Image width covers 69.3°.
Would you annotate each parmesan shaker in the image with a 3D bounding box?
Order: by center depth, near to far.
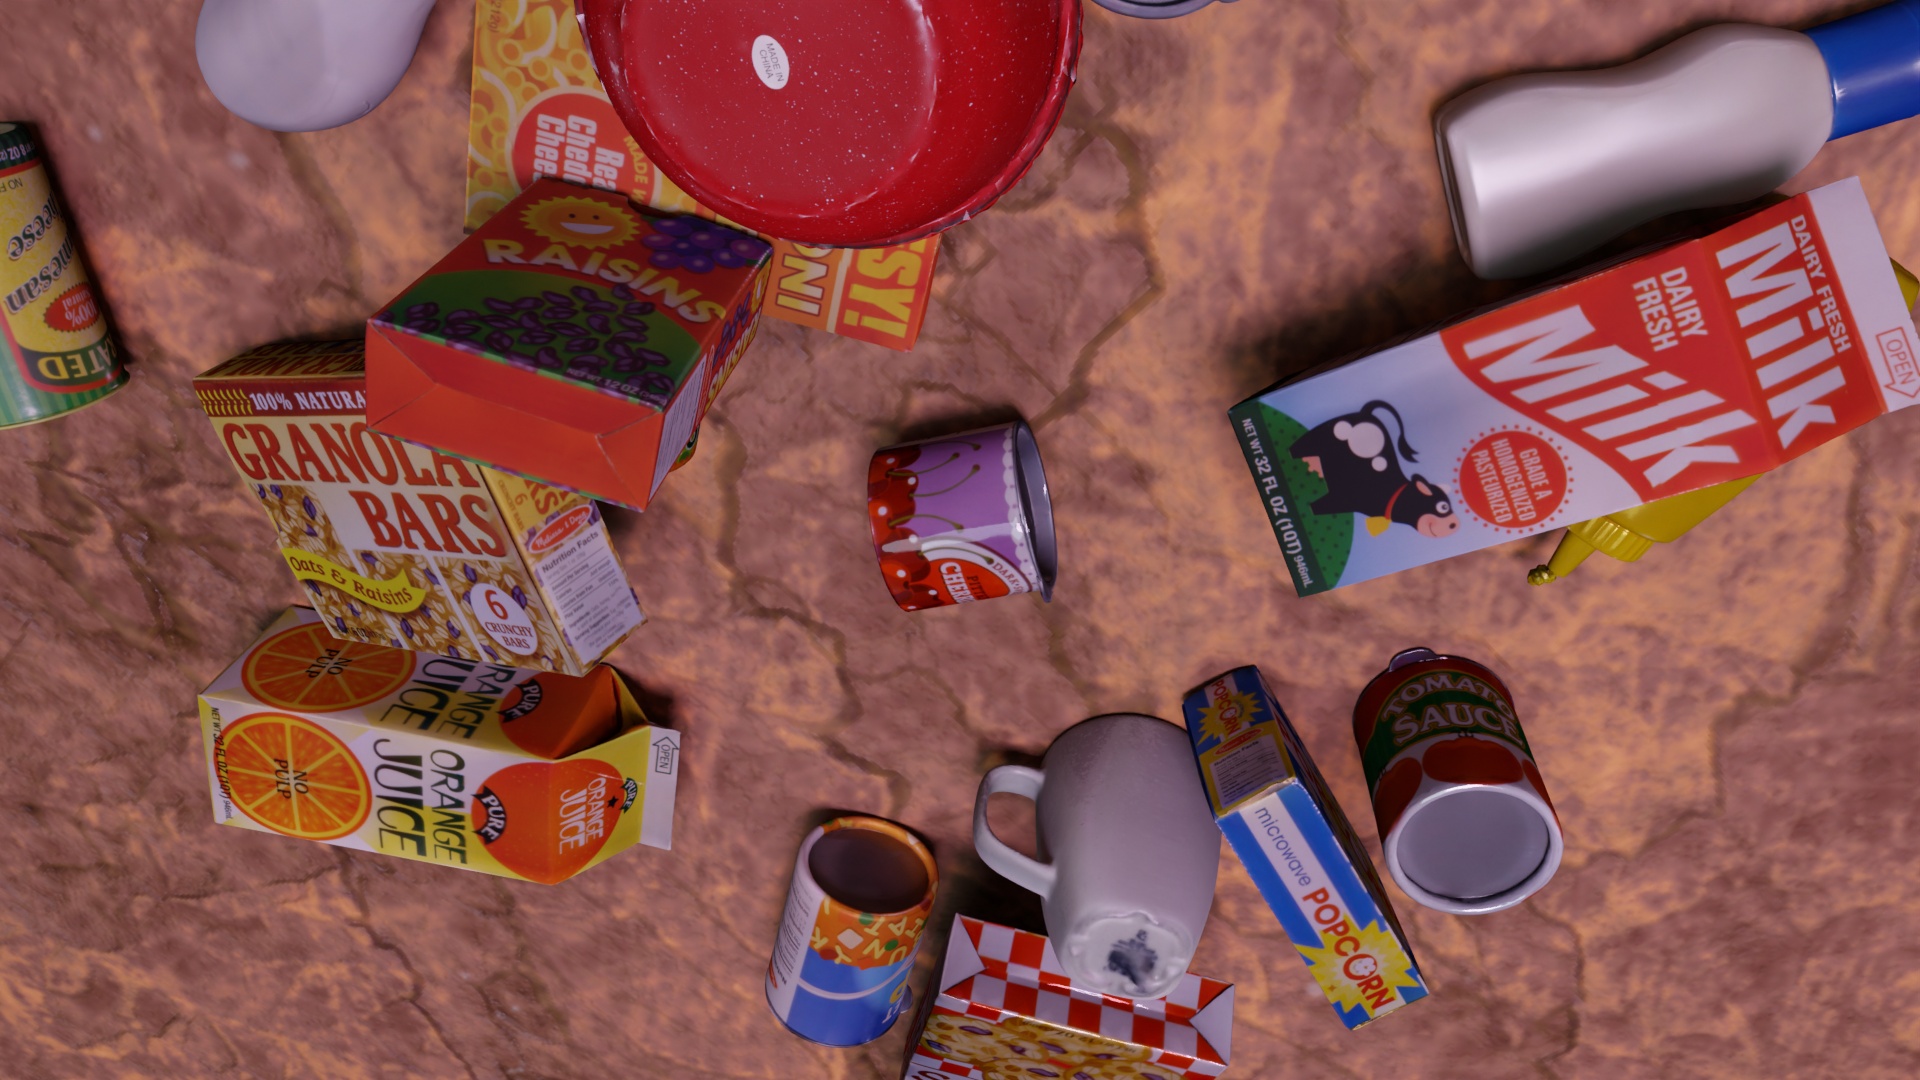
[{"bbox_3d":[-0.372,-0.100,0.527,0.071,0.071,0.102,-2,118,8],"label":"parmesan shaker"}]

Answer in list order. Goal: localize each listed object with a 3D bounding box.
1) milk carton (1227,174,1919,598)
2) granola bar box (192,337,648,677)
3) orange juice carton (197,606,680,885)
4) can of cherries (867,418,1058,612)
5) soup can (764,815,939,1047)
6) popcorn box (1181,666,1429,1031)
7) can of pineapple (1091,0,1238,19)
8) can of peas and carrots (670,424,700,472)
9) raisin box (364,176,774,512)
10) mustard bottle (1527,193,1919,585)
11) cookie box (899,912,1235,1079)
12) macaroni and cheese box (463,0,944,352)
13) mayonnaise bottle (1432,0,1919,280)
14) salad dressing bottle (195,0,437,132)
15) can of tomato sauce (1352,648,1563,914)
[{"bbox_3d":[0.194,-0.047,0.449,0.190,0.074,0.072,-20,94,32],"label":"milk carton"},{"bbox_3d":[-0.210,-0.015,0.533,0.165,0.039,0.123,3,122,36],"label":"granola bar box"},{"bbox_3d":[-0.219,0.093,0.611,0.193,0.073,0.071,10,119,1],"label":"orange juice carton"},{"bbox_3d":[0.002,-0.007,0.531,0.058,0.072,0.071,-10,117,13],"label":"can of cherries"},{"bbox_3d":[-0.048,0.180,0.641,0.071,0.072,0.083,16,119,-1],"label":"soup can"},{"bbox_3d":[0.141,0.125,0.575,0.038,0.085,0.126,-29,111,12],"label":"popcorn box"},{"bbox_3d":[0.061,-0.197,0.428,0.071,0.058,0.070,3,119,6],"label":"can of pineapple"},{"bbox_3d":[-0.125,-0.063,0.518,0.071,0.071,0.058,16,120,-1],"label":"can of peas and carrots"},{"bbox_3d":[-0.117,-0.067,0.437,0.086,0.124,0.039,16,124,-1],"label":"raisin box"},{"bbox_3d":[0.257,-0.040,0.493,0.065,0.049,0.159,28,118,-3],"label":"mustard bottle"},{"bbox_3d":[0.041,0.233,0.639,0.123,0.040,0.166,14,142,0],"label":"cookie box"},{"bbox_3d":[-0.082,-0.148,0.483,0.166,0.040,0.123,15,120,-1],"label":"macaroni and cheese box"},{"bbox_3d":[0.235,-0.134,0.451,0.148,0.041,0.064,-15,115,14],"label":"mayonnaise bottle"},{"bbox_3d":[-0.193,-0.182,0.450,0.147,0.044,0.064,-16,99,37],"label":"salad dressing bottle"},{"bbox_3d":[0.196,0.095,0.554,0.071,0.083,0.070,3,119,5],"label":"can of tomato sauce"}]
